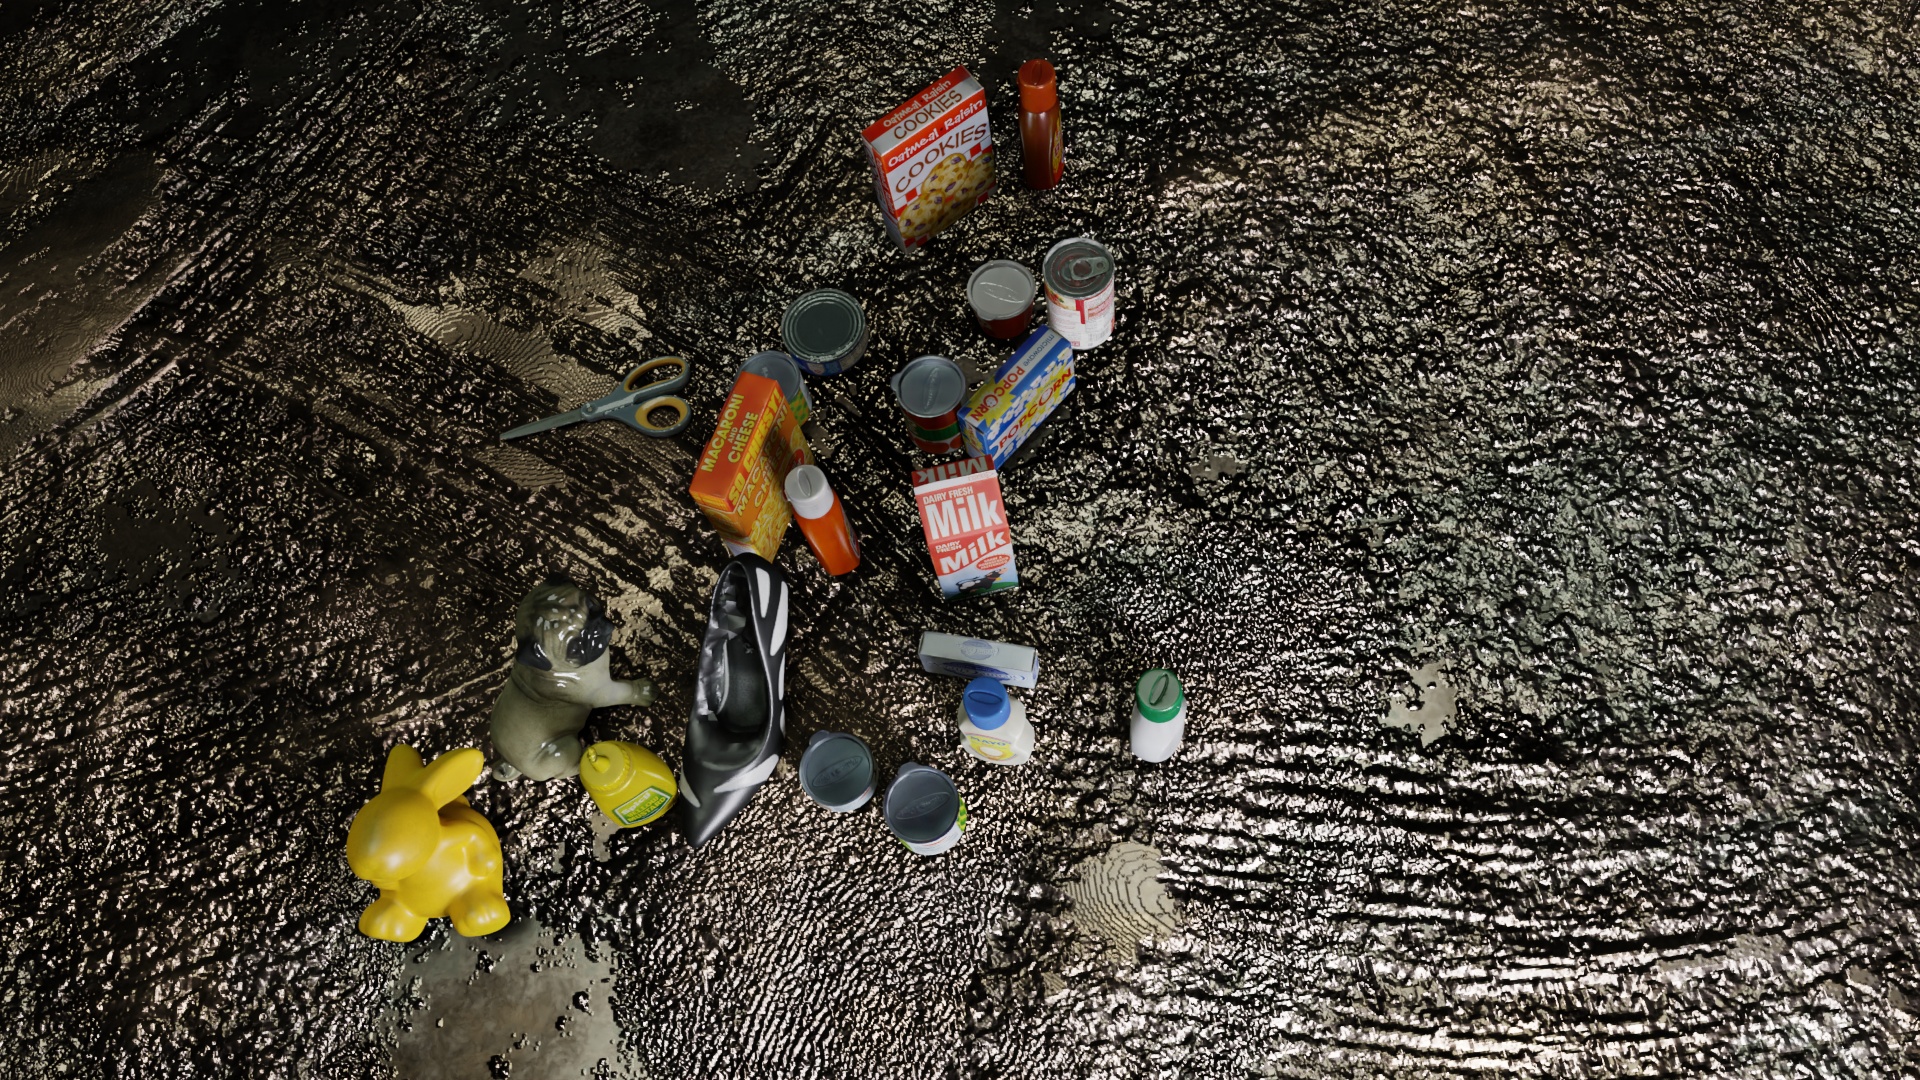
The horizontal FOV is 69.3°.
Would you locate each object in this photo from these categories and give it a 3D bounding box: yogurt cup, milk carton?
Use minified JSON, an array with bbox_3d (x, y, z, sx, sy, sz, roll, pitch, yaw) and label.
[{"bbox_3d":[0.042,-0.238,1.385,0.072,0.053,0.072,-2,67,6],"label":"yogurt cup"},{"bbox_3d":[0.004,-0.015,1.222,0.072,0.190,0.073,-14,67,1],"label":"milk carton"}]

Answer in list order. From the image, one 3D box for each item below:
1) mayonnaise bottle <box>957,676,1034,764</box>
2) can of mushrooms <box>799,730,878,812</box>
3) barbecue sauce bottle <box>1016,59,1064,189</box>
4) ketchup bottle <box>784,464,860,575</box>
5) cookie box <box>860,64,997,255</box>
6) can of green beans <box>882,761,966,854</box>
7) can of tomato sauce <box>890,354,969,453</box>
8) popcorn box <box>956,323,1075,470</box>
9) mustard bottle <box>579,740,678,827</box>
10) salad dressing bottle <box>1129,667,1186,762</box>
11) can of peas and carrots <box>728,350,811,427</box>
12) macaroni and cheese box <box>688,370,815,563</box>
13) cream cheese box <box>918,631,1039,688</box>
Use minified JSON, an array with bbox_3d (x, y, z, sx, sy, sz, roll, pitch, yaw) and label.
[{"bbox_3d":[0.027,0.153,1.172,0.065,0.147,0.041,10,69,11],"label":"mayonnaise bottle"},{"bbox_3d":[-0.108,0.203,1.229,0.071,0.033,0.071,-2,67,6],"label":"can of mushrooms"},{"bbox_3d":[0.081,-0.423,1.407,0.044,0.148,0.065,6,69,9],"label":"barbecue sauce bottle"},{"bbox_3d":[-0.127,-0.021,1.262,0.043,0.148,0.065,-22,67,-2],"label":"ketchup bottle"},{"bbox_3d":[-0.028,-0.378,1.390,0.123,0.167,0.040,-37,69,-9],"label":"cookie box"},{"bbox_3d":[-0.030,0.233,1.194,0.071,0.057,0.071,-2,67,6],"label":"can of green beans"},{"bbox_3d":[-0.026,-0.129,1.331,0.071,0.082,0.071,-2,67,6],"label":"can of tomato sauce"},{"bbox_3d":[0.055,-0.135,1.323,0.038,0.085,0.127,38,77,19],"label":"popcorn box"},{"bbox_3d":[-0.289,0.203,1.181,0.065,0.159,0.049,-33,68,-7],"label":"mustard bottle"},{"bbox_3d":[0.165,0.144,1.160,0.044,0.147,0.064,23,72,15],"label":"salad dressing bottle"},{"bbox_3d":[-0.186,-0.143,1.369,0.071,0.058,0.071,-2,67,6],"label":"can of peas and carrots"},{"bbox_3d":[-0.189,-0.061,1.277,0.040,0.166,0.124,16,70,13],"label":"macaroni and cheese box"},{"bbox_3d":[0.017,0.107,1.244,0.104,0.053,0.024,8,69,10],"label":"cream cheese box"}]
